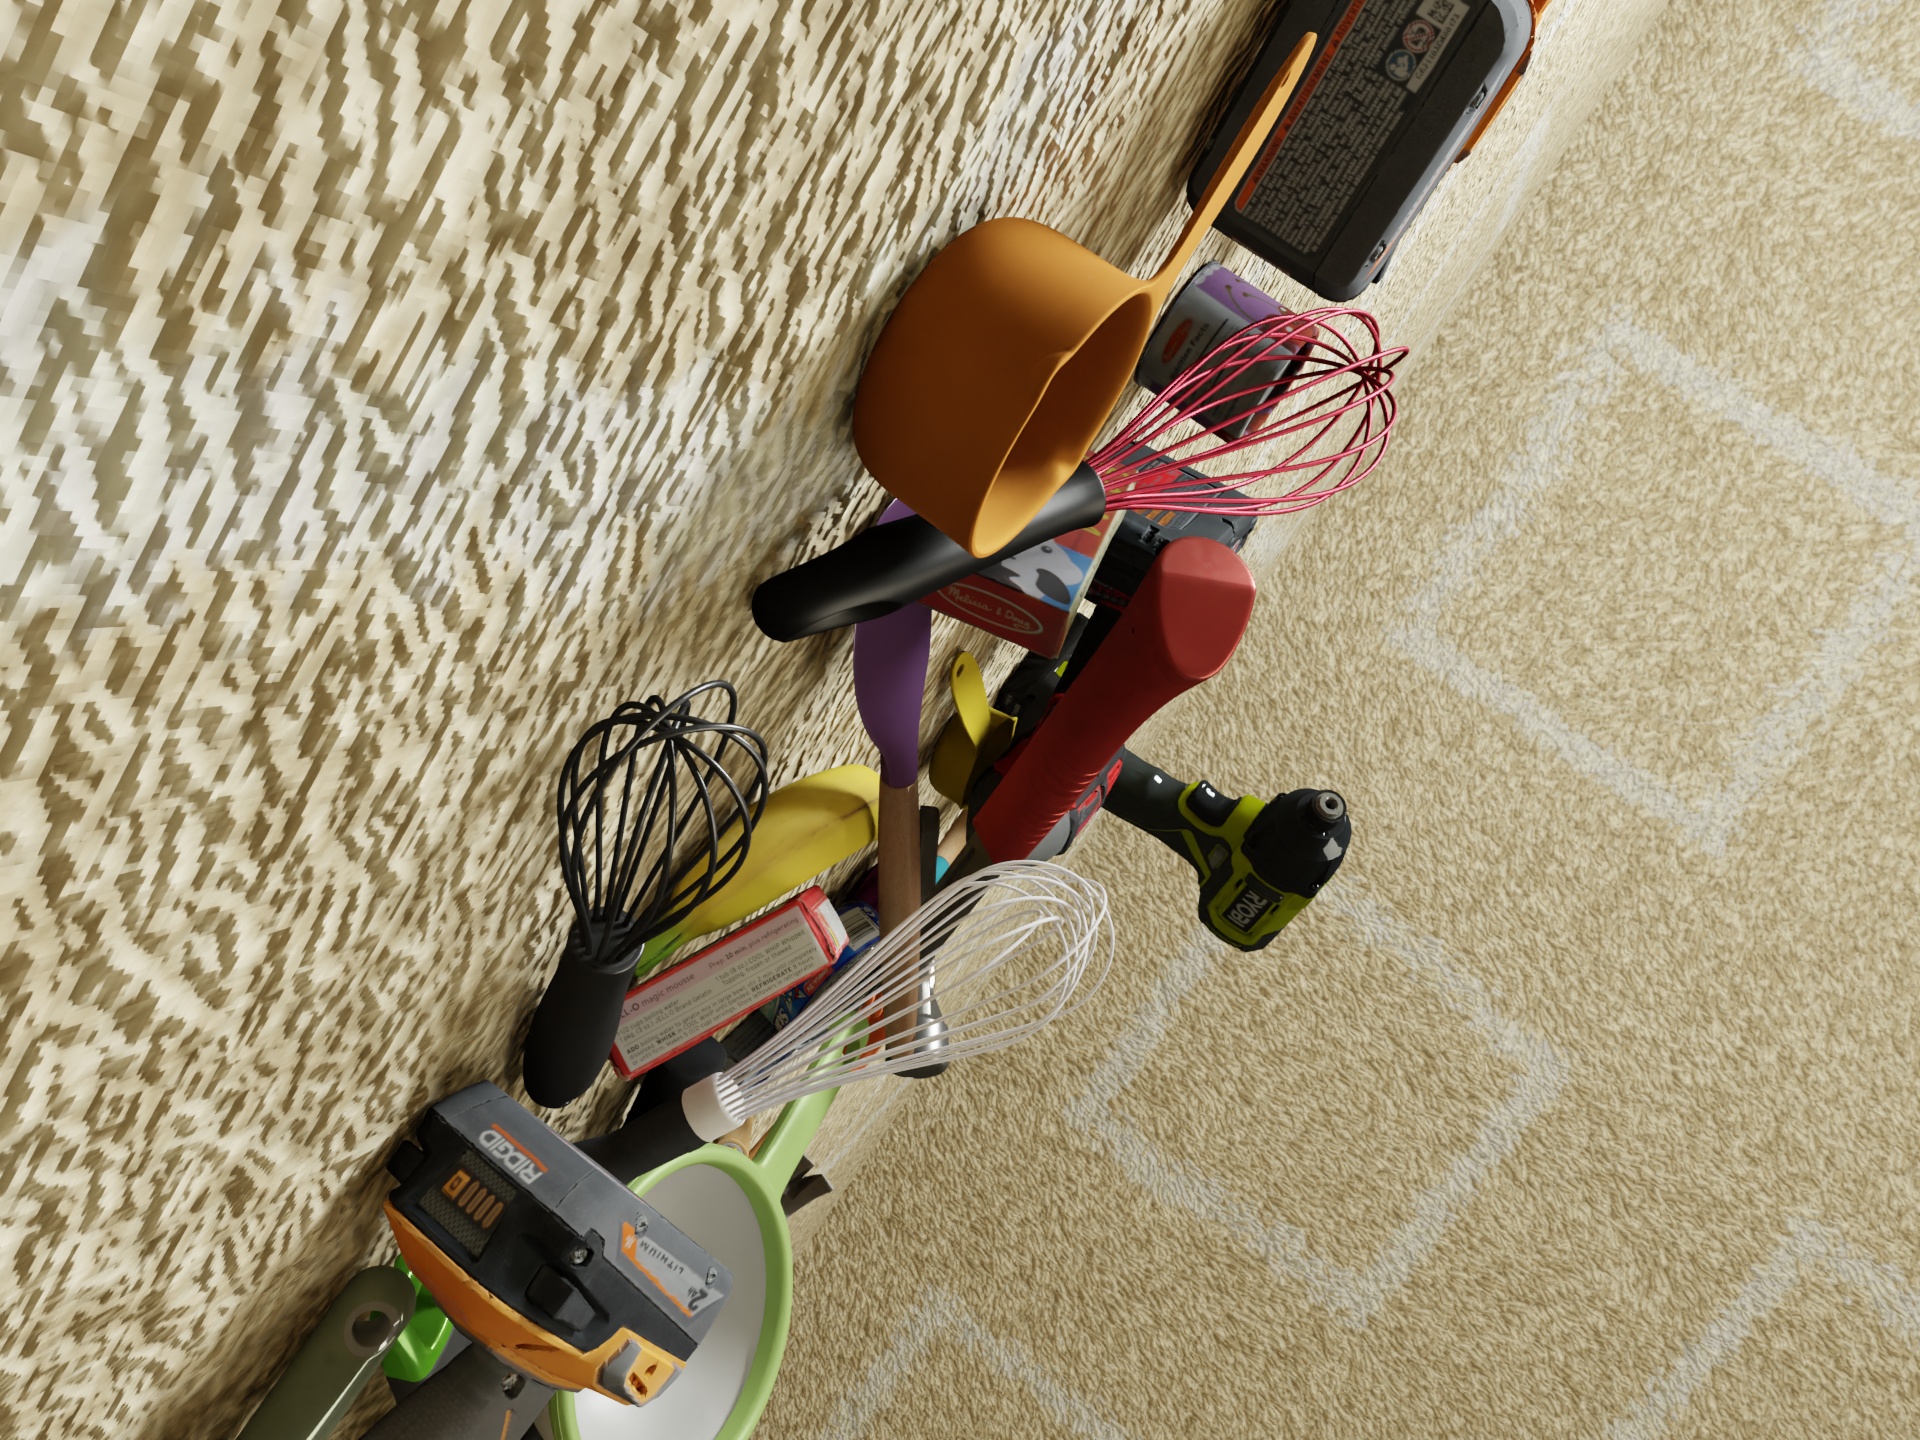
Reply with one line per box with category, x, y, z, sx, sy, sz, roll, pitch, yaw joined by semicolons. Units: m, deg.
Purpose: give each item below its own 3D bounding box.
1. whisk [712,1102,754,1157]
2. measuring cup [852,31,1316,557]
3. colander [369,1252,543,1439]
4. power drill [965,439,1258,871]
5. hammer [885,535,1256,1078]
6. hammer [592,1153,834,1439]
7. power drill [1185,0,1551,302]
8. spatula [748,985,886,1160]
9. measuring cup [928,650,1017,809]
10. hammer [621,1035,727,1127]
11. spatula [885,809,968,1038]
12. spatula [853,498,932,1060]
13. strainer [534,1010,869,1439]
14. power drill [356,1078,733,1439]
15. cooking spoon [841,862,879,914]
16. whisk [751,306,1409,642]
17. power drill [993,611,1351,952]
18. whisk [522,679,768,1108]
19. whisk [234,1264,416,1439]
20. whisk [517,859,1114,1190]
whisk;-0.127;0.247;0.884;0.245;0.051;0.047;-146;-120;-84
measuring cup;0.033;-0.130;0.446;0.173;0.052;0.095;-56;171;-1
colander;-0.238;0.343;0.690;0.205;0.094;0.396;-76;171;-49
power drill;0.065;-0.021;0.821;0.143;0.078;0.219;-42;157;-54
hammer;0.027;0.029;0.678;0.359;0.036;0.149;122;-29;-55
hammer;-0.142;0.320;0.868;0.130;0.031;0.331;-44;177;5
power drill;0.168;-0.243;0.638;0.164;0.084;0.226;-59;173;36
spatula;-0.113;0.249;1.006;0.081;0.041;0.323;-30;-171;38
measuring cup;-0.001;-0.003;0.833;0.062;0.029;0.156;-58;161;-18
hammer;-0.187;0.268;0.810;0.146;0.035;0.334;-43;165;-53
spatula;0.005;0.087;1.029;0.318;0.044;0.082;-52;162;-55
spatula;-0.025;0.041;0.629;0.060;0.018;0.315;-55;157;-41
strainer;-0.122;0.226;0.725;0.256;0.069;0.151;-57;135;-46
power drill;-0.185;0.221;0.466;0.226;0.084;0.185;-51;148;-19
cooking spoon;-0.051;0.129;1.049;0.069;0.017;0.318;-55;170;-8
whisk;0.054;-0.082;0.536;0.296;0.073;0.073;-25;155;-33
power drill;0.128;0.038;0.980;0.080;0.223;0.171;-50;170;-27
whisk;-0.105;0.064;0.480;0.055;0.055;0.238;-46;172;-40
whisk;-0.258;0.286;0.513;0.246;0.057;0.059;-56;-157;-13
whisk;-0.068;0.134;0.611;0.284;0.070;0.070;-30;174;9
